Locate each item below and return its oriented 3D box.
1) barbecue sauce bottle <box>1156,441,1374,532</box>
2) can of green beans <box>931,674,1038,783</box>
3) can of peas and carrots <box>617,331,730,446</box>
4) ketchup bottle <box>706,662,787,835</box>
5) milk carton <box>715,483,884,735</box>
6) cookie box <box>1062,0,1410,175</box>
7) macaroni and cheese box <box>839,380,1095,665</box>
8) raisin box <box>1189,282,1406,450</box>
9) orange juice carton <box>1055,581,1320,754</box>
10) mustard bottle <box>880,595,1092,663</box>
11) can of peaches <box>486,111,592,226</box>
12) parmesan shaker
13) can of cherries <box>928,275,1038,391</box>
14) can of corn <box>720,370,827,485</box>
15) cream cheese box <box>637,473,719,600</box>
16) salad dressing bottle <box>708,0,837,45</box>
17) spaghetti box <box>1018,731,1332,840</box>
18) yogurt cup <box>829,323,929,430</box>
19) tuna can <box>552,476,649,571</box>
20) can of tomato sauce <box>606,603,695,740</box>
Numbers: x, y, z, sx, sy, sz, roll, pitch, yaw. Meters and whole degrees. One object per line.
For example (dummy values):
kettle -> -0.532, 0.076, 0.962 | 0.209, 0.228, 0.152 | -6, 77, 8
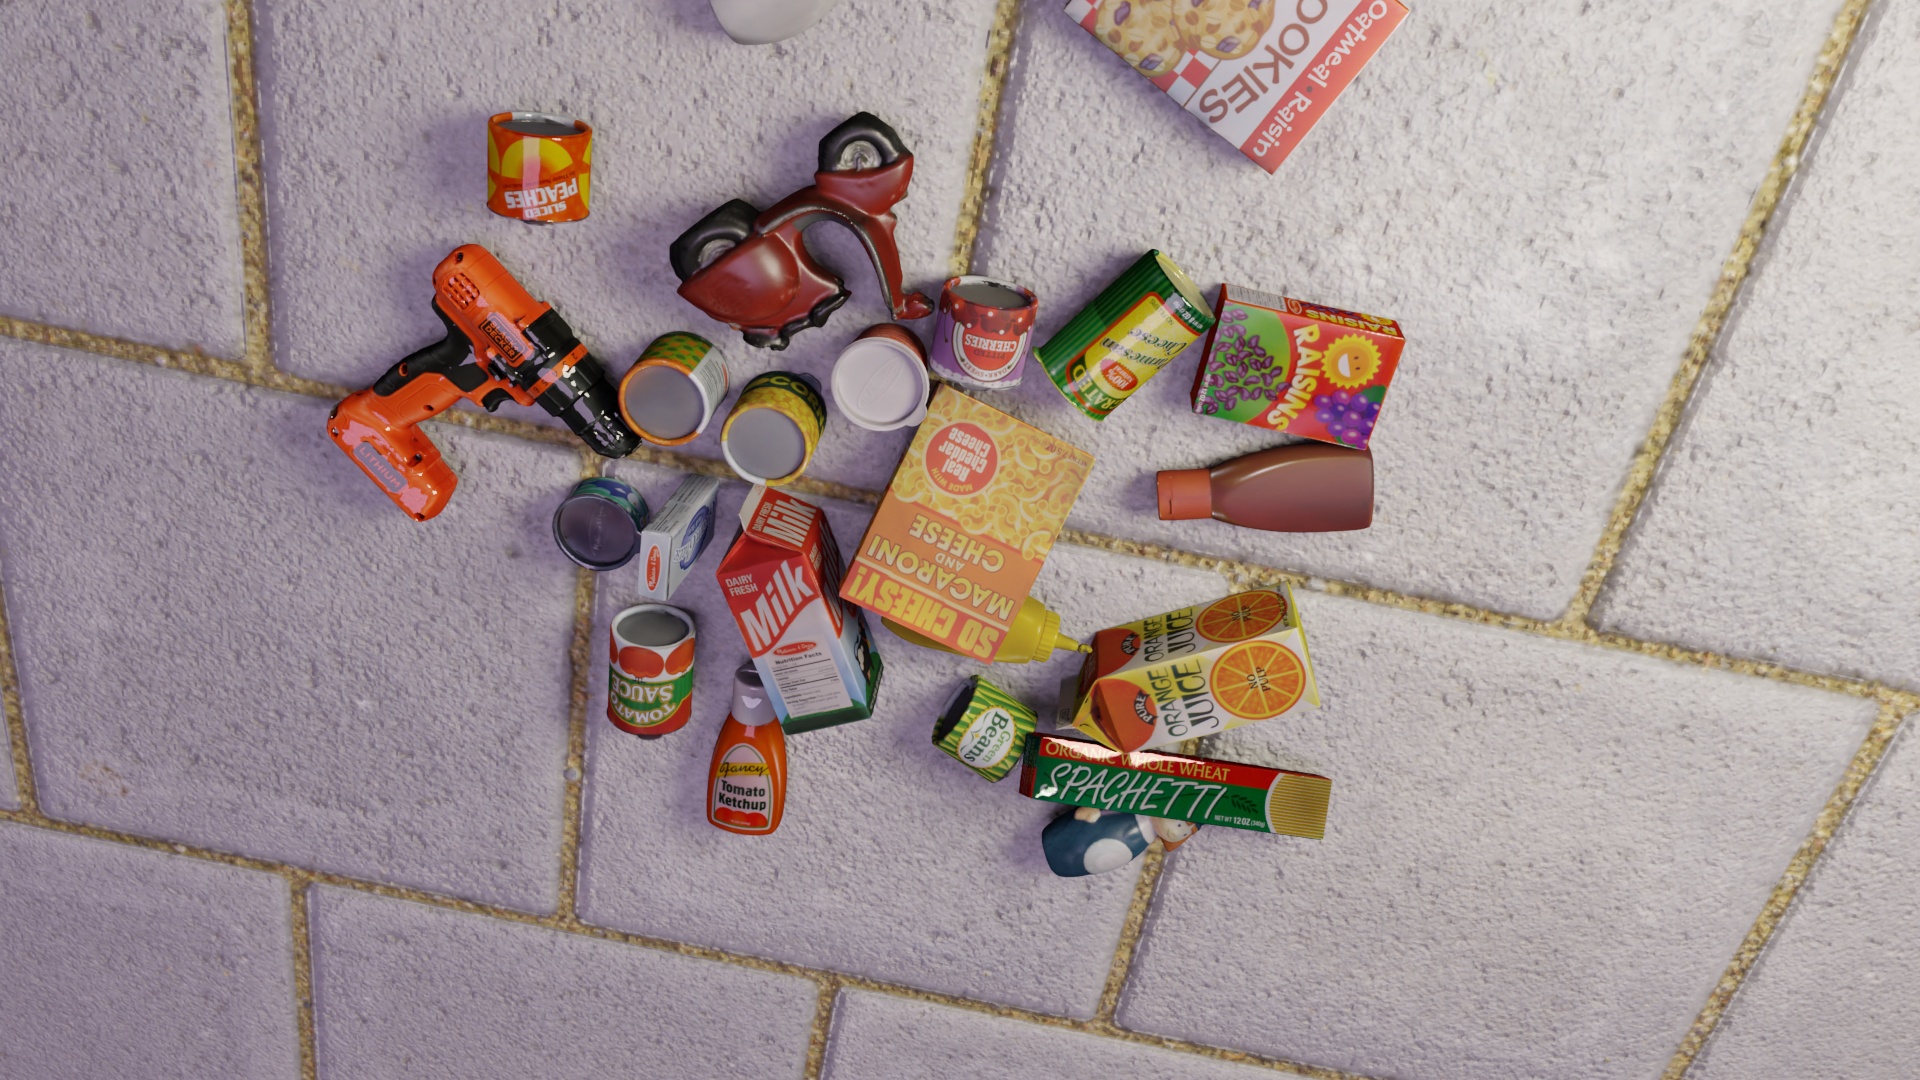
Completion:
barbecue sauce bottle -> 0.215, -0.035, 0.985 | 0.148, 0.044, 0.064 | -3, 120, 8
can of green beans -> 0.019, 0.147, 1.087 | 0.058, 0.071, 0.071 | 34, 116, -11
can of peas and carrots -> -0.205, -0.107, 0.983 | 0.071, 0.059, 0.070 | 2, 117, 5
ketchup bottle -> -0.171, 0.170, 1.133 | 0.065, 0.044, 0.148 | 10, 117, 1
milk carton -> -0.125, 0.045, 1.047 | 0.073, 0.073, 0.189 | -13, 116, 13
cookie box -> 0.166, -0.323, 0.843 | 0.167, 0.040, 0.122 | 35, 116, -11
macaroni and cheese box -> 0.004, -0.012, 0.991 | 0.124, 0.040, 0.166 | 26, 96, -7
raisin box -> 0.227, -0.117, 0.944 | 0.123, 0.040, 0.085 | 12, 117, 1
orange juice carton -> 0.165, 0.101, 1.045 | 0.192, 0.072, 0.072 | -16, 114, 13
mustard bottle -> 0.022, 0.061, 1.052 | 0.160, 0.049, 0.065 | 18, 112, -4
can of peaches -> -0.276, -0.245, 0.912 | 0.071, 0.071, 0.057 | 11, 117, 0
parmesan shaker -> 0.109, -0.138, 0.928 | 0.071, 0.071, 0.102 | 42, 114, -15
can of cherries -> 0.016, -0.140, 0.935 | 0.071, 0.072, 0.058 | 12, 118, 0
can of corn -> -0.131, -0.081, 0.988 | 0.071, 0.058, 0.070 | 2, 118, 5
cream cheese box -> -0.204, -0.004, 1.011 | 0.024, 0.104, 0.053 | 13, 117, 4
salad dressing bottle -> -0.083, -0.356, 0.849 | 0.147, 0.044, 0.064 | -21, 111, 15
spaghetti box -> 0.168, 0.191, 1.075 | 0.250, 0.028, 0.050 | 10, 86, -14
yogurt cup -> -0.053, -0.117, 0.964 | 0.072, 0.054, 0.072 | 2, 118, 5
tuna can -> -0.269, -0.012, 1.053 | 0.071, 0.033, 0.070 | 3, 118, 5
can of tomato sauce -> -0.243, 0.102, 1.089 | 0.071, 0.071, 0.082 | 10, 118, 1
